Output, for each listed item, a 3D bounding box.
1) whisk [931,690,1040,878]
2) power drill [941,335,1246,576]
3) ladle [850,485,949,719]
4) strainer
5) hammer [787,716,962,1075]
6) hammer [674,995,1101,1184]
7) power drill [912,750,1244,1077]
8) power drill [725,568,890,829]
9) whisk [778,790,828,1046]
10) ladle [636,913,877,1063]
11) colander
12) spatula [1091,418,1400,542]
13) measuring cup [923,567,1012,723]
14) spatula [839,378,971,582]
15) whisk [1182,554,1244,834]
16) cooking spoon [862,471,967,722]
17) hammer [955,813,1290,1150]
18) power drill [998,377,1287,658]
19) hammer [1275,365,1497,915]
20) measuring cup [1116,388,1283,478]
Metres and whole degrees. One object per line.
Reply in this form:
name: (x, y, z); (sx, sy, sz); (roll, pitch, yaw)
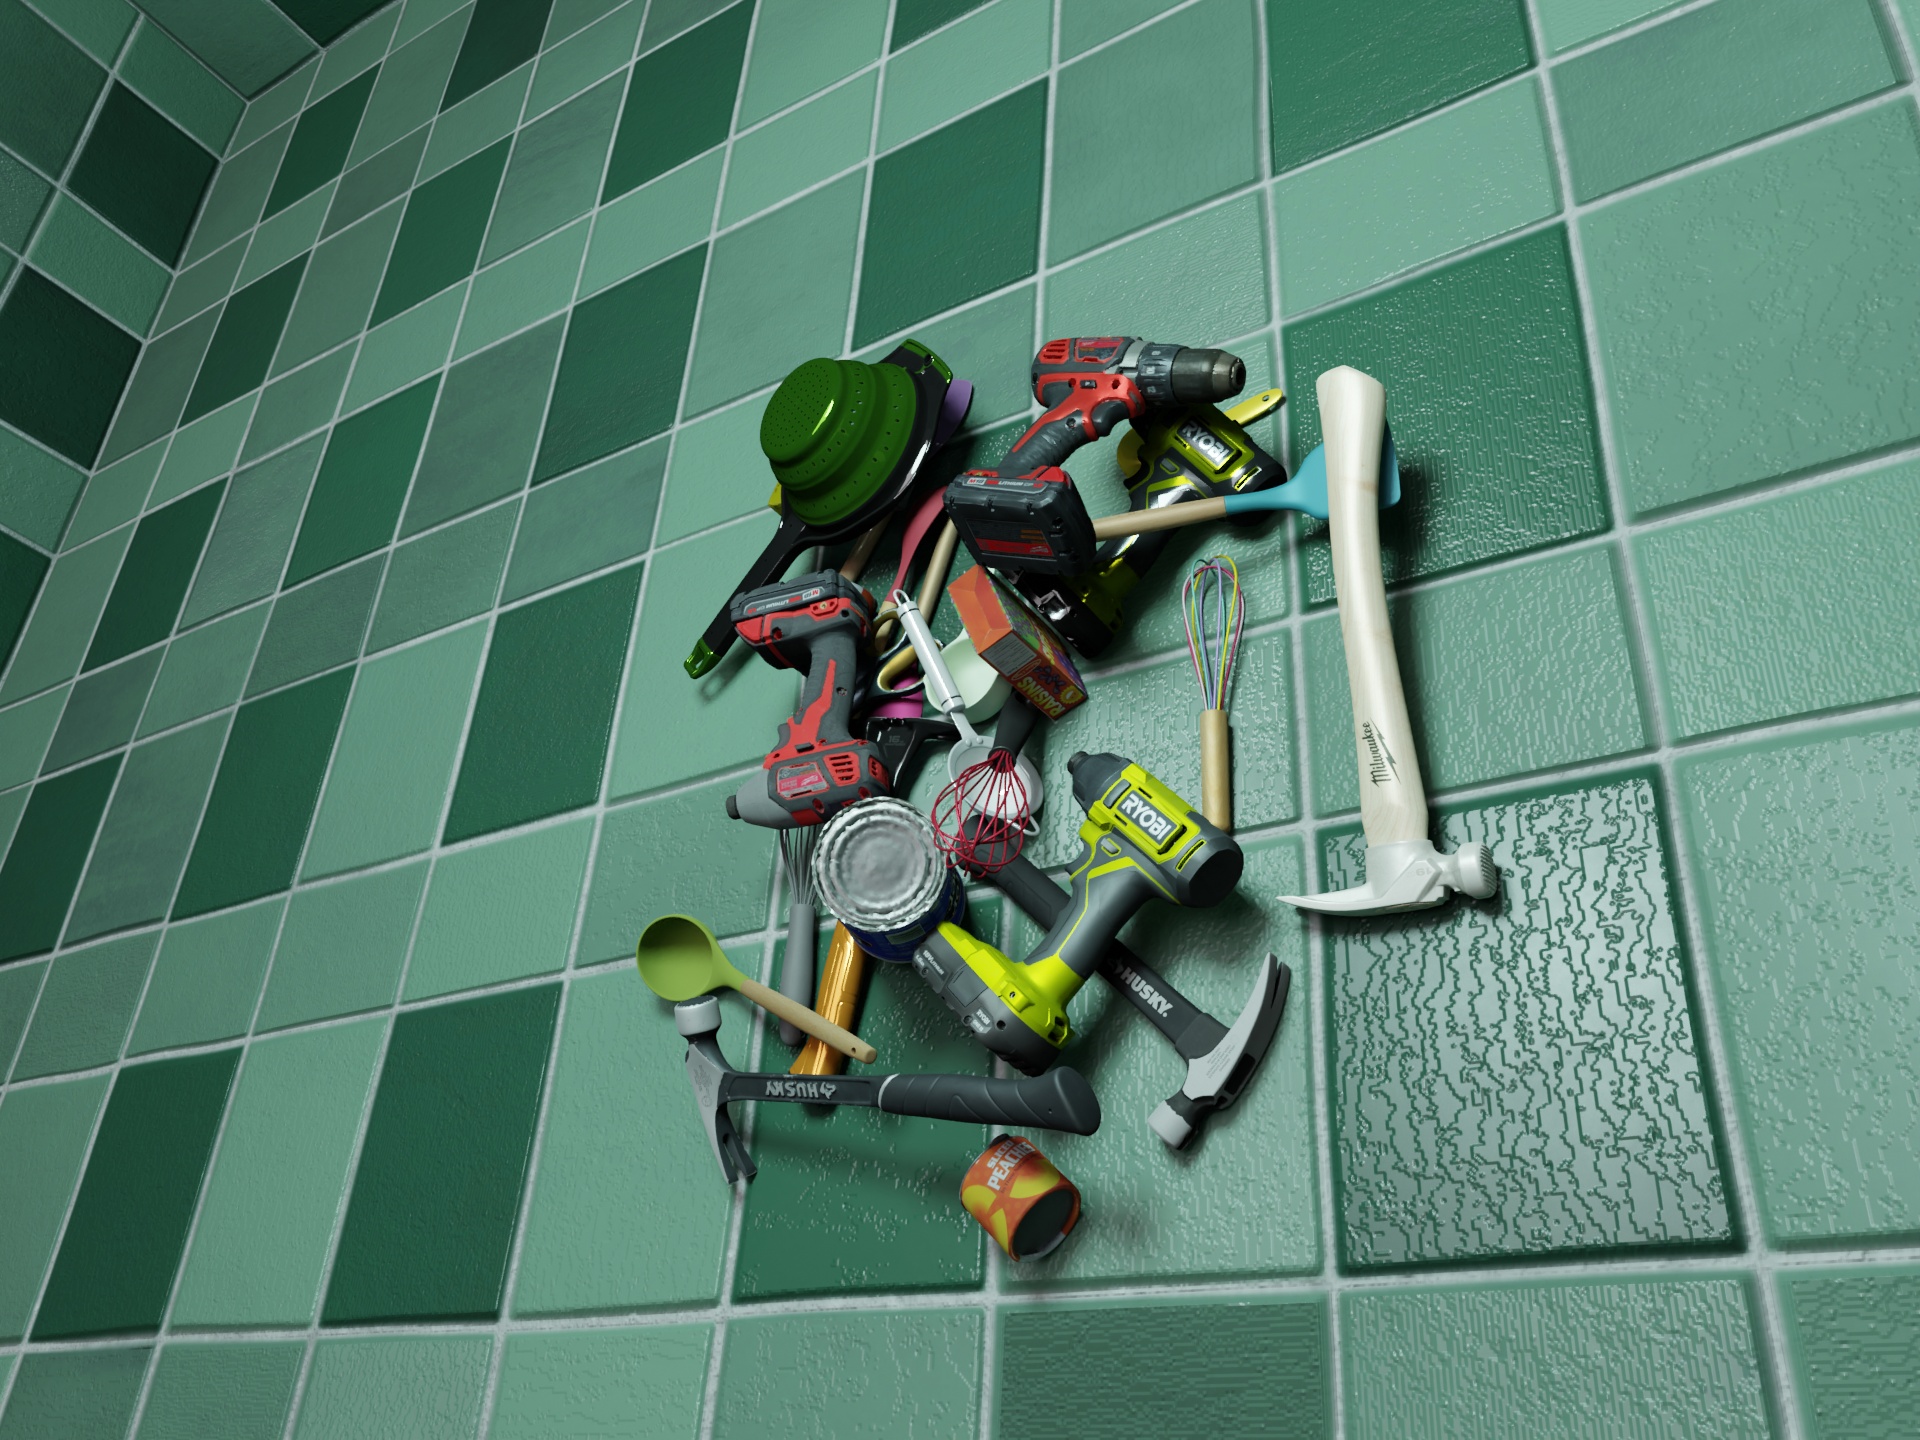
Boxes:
whisk: (0.029, 0.039, 1.232); (0.073, 0.073, 0.296); (-28, 15, 21)
power drill: (0.108, -0.223, 1.270); (0.188, 0.080, 0.227); (10, 56, 36)
ladle: (-0.073, -0.085, 1.489); (0.315, 0.031, 0.069); (-70, 14, -14)
strainer: (-0.002, -0.004, 1.332); (0.050, 0.087, 0.259); (-49, 59, 45)
hammer: (-0.077, 0.153, 1.337); (0.127, 0.034, 0.337); (1, 65, 29)
hammer: (-0.065, 0.278, 1.168); (0.409, 0.036, 0.149); (-9, 93, 42)
power drill: (0.078, 0.132, 1.164); (0.223, 0.080, 0.171); (-48, 44, -1)
power drill: (-0.140, -0.011, 1.388); (0.143, 0.078, 0.220); (-14, 62, 16)
whisk: (-0.136, 0.163, 1.372); (0.055, 0.055, 0.239); (-14, 60, 30)
ladle: (-0.173, 0.229, 1.316); (0.320, 0.062, 0.078); (14, 98, 52)
colander: (-0.173, -0.213, 1.529); (0.397, 0.094, 0.205); (-52, 41, 10)
spatula: (0.182, -0.170, 1.255); (0.317, 0.044, 0.082); (-10, 73, 15)
measuring cup: (0.019, -0.073, 1.411); (0.083, 0.038, 0.168); (-8, 57, 34)
spatula: (-0.072, -0.210, 1.578); (0.060, 0.018, 0.316); (17, 73, 44)
whisk: (0.199, -0.025, 1.242); (0.047, 0.051, 0.245); (-11, 60, 25)
cooking spoon: (-0.037, -0.093, 1.478); (0.069, 0.017, 0.319); (2, 66, 38)
hammer: (0.102, 0.163, 1.200); (0.146, 0.035, 0.335); (-51, 45, 0)
power drill: (0.136, -0.184, 1.346); (0.228, 0.080, 0.191); (-44, 59, 5)
hammer: (0.284, -0.064, 1.148); (0.146, 0.038, 0.411); (-13, 68, 31)
measuring cup: (0.206, -0.257, 1.389); (0.156, 0.029, 0.062); (-24, 51, 26)
